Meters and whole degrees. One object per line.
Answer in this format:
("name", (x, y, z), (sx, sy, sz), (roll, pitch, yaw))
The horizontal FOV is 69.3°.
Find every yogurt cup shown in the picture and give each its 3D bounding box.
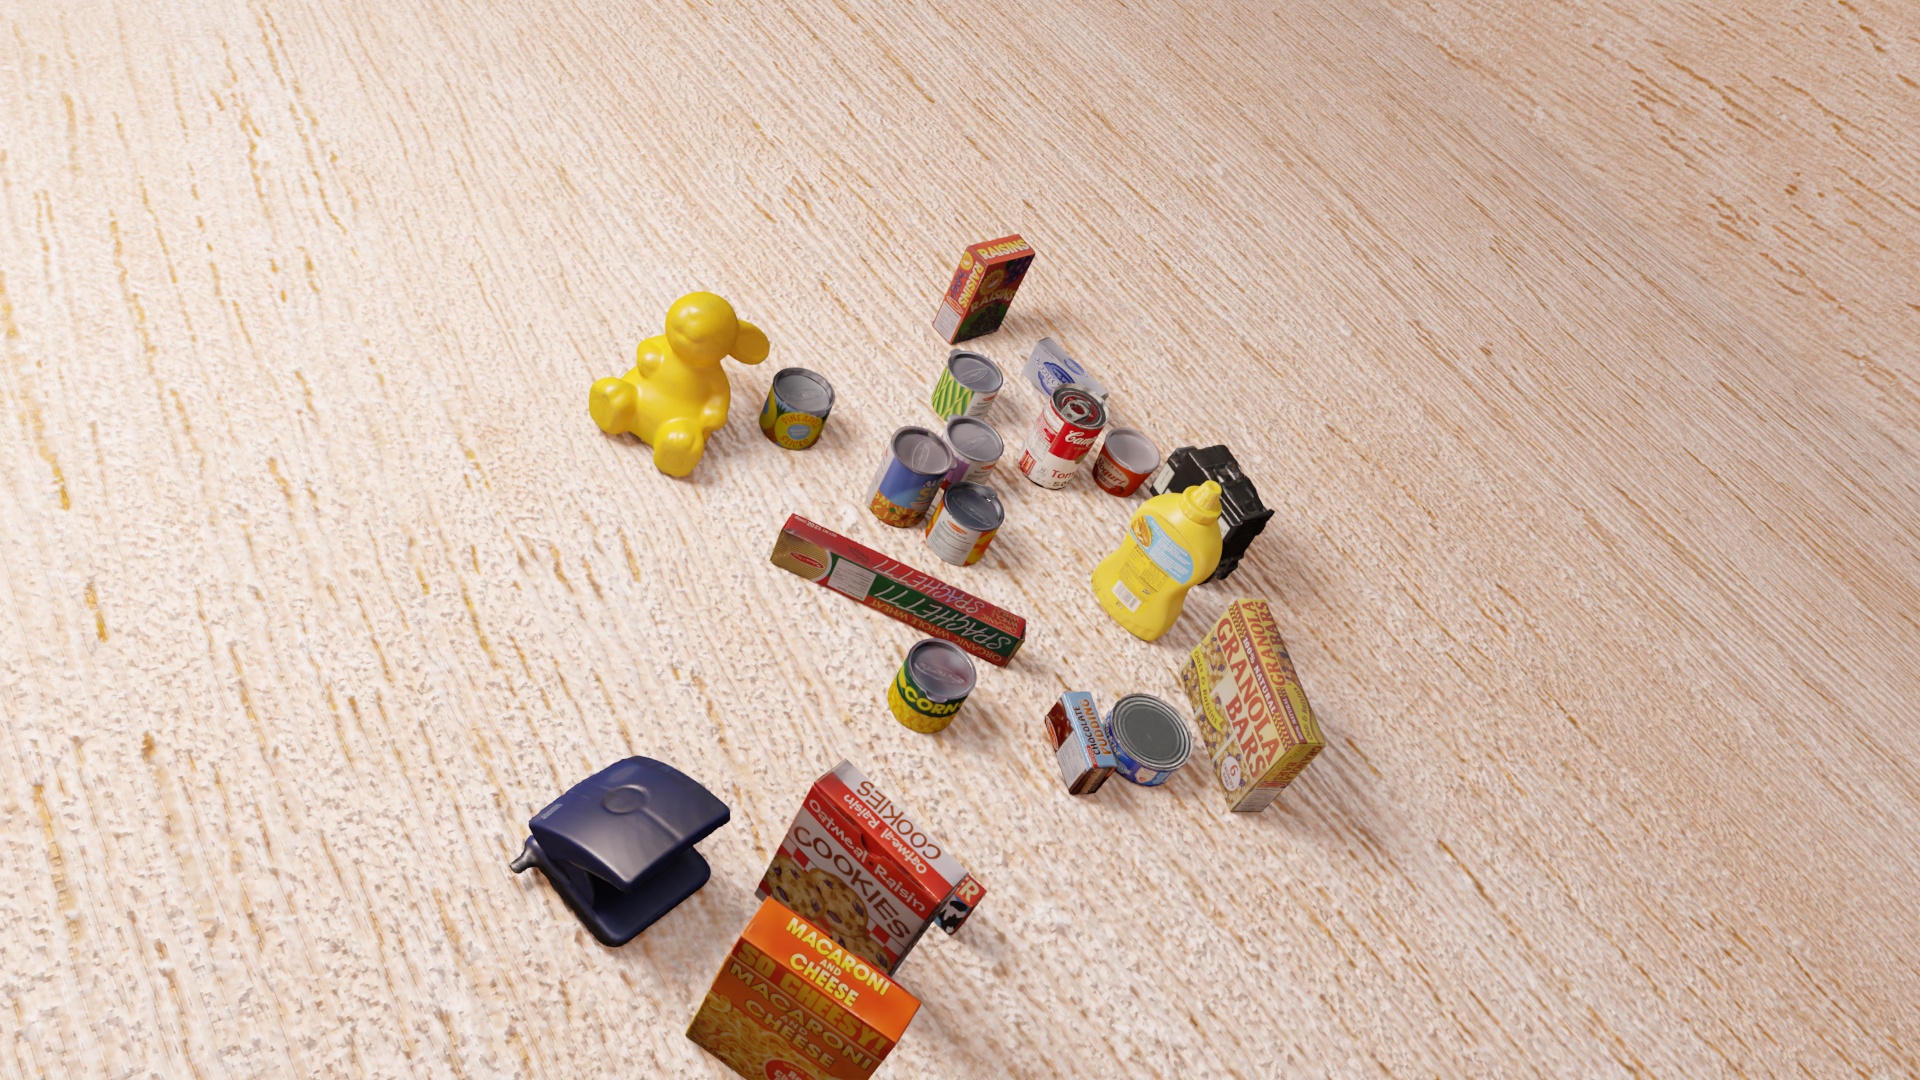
("yogurt cup", (0.183, -0.086, 1.561), (0.072, 0.053, 0.073), (14, 45, -15))

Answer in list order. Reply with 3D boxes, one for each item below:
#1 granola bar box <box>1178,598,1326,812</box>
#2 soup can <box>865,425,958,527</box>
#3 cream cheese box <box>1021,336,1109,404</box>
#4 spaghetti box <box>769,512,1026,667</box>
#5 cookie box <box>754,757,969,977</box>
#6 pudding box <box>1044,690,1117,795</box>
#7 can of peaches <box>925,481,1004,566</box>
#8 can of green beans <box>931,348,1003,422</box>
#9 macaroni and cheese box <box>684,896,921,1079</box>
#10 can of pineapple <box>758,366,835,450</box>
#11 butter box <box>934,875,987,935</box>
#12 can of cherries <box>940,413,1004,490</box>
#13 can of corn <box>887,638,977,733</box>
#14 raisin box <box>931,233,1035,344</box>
("granola bar box", (0.275, 0.157, 1.329), (0.039, 0.123, 0.166), (5, 48, -24))
("soup can", (-0.050, -0.062, 1.398), (0.071, 0.083, 0.072), (14, 45, -15))
("cream cheese box", (0.122, -0.184, 1.622), (0.104, 0.053, 0.024), (46, 46, 17))
("spaghetti box", (-0.058, 0.049, 1.315), (0.250, 0.050, 0.029), (25, 43, -4))
("cookie box", (-0.078, 0.254, 1.027), (0.123, 0.166, 0.040), (40, 44, 12))
("pudding box", (0.109, 0.185, 1.274), (0.030, 0.049, 0.084), (2, 49, -26))
("can of peaches", (0.005, -0.018, 1.403), (0.071, 0.057, 0.071), (14, 45, -15))
("can of green beans", (0.007, -0.168, 1.545), (0.071, 0.057, 0.071), (14, 45, -15))
("macaroni and cheese box", (-0.111, 0.325, 0.945), (0.124, 0.165, 0.040), (33, 43, 5))
("can of pineapple", (-0.168, -0.133, 1.423), (0.071, 0.057, 0.071), (14, 45, -15))
("butter box", (-0.031, 0.267, 1.122), (0.103, 0.052, 0.024), (41, 44, 12))
("can of cherries", (0.004, -0.090, 1.471), (0.071, 0.058, 0.072), (14, 45, -15))
("can of corn", (-0.027, 0.133, 1.246), (0.071, 0.058, 0.071), (14, 45, -15))
("raisin box", (0.027, -0.294, 1.626), (0.086, 0.122, 0.040), (-23, 63, -40))
